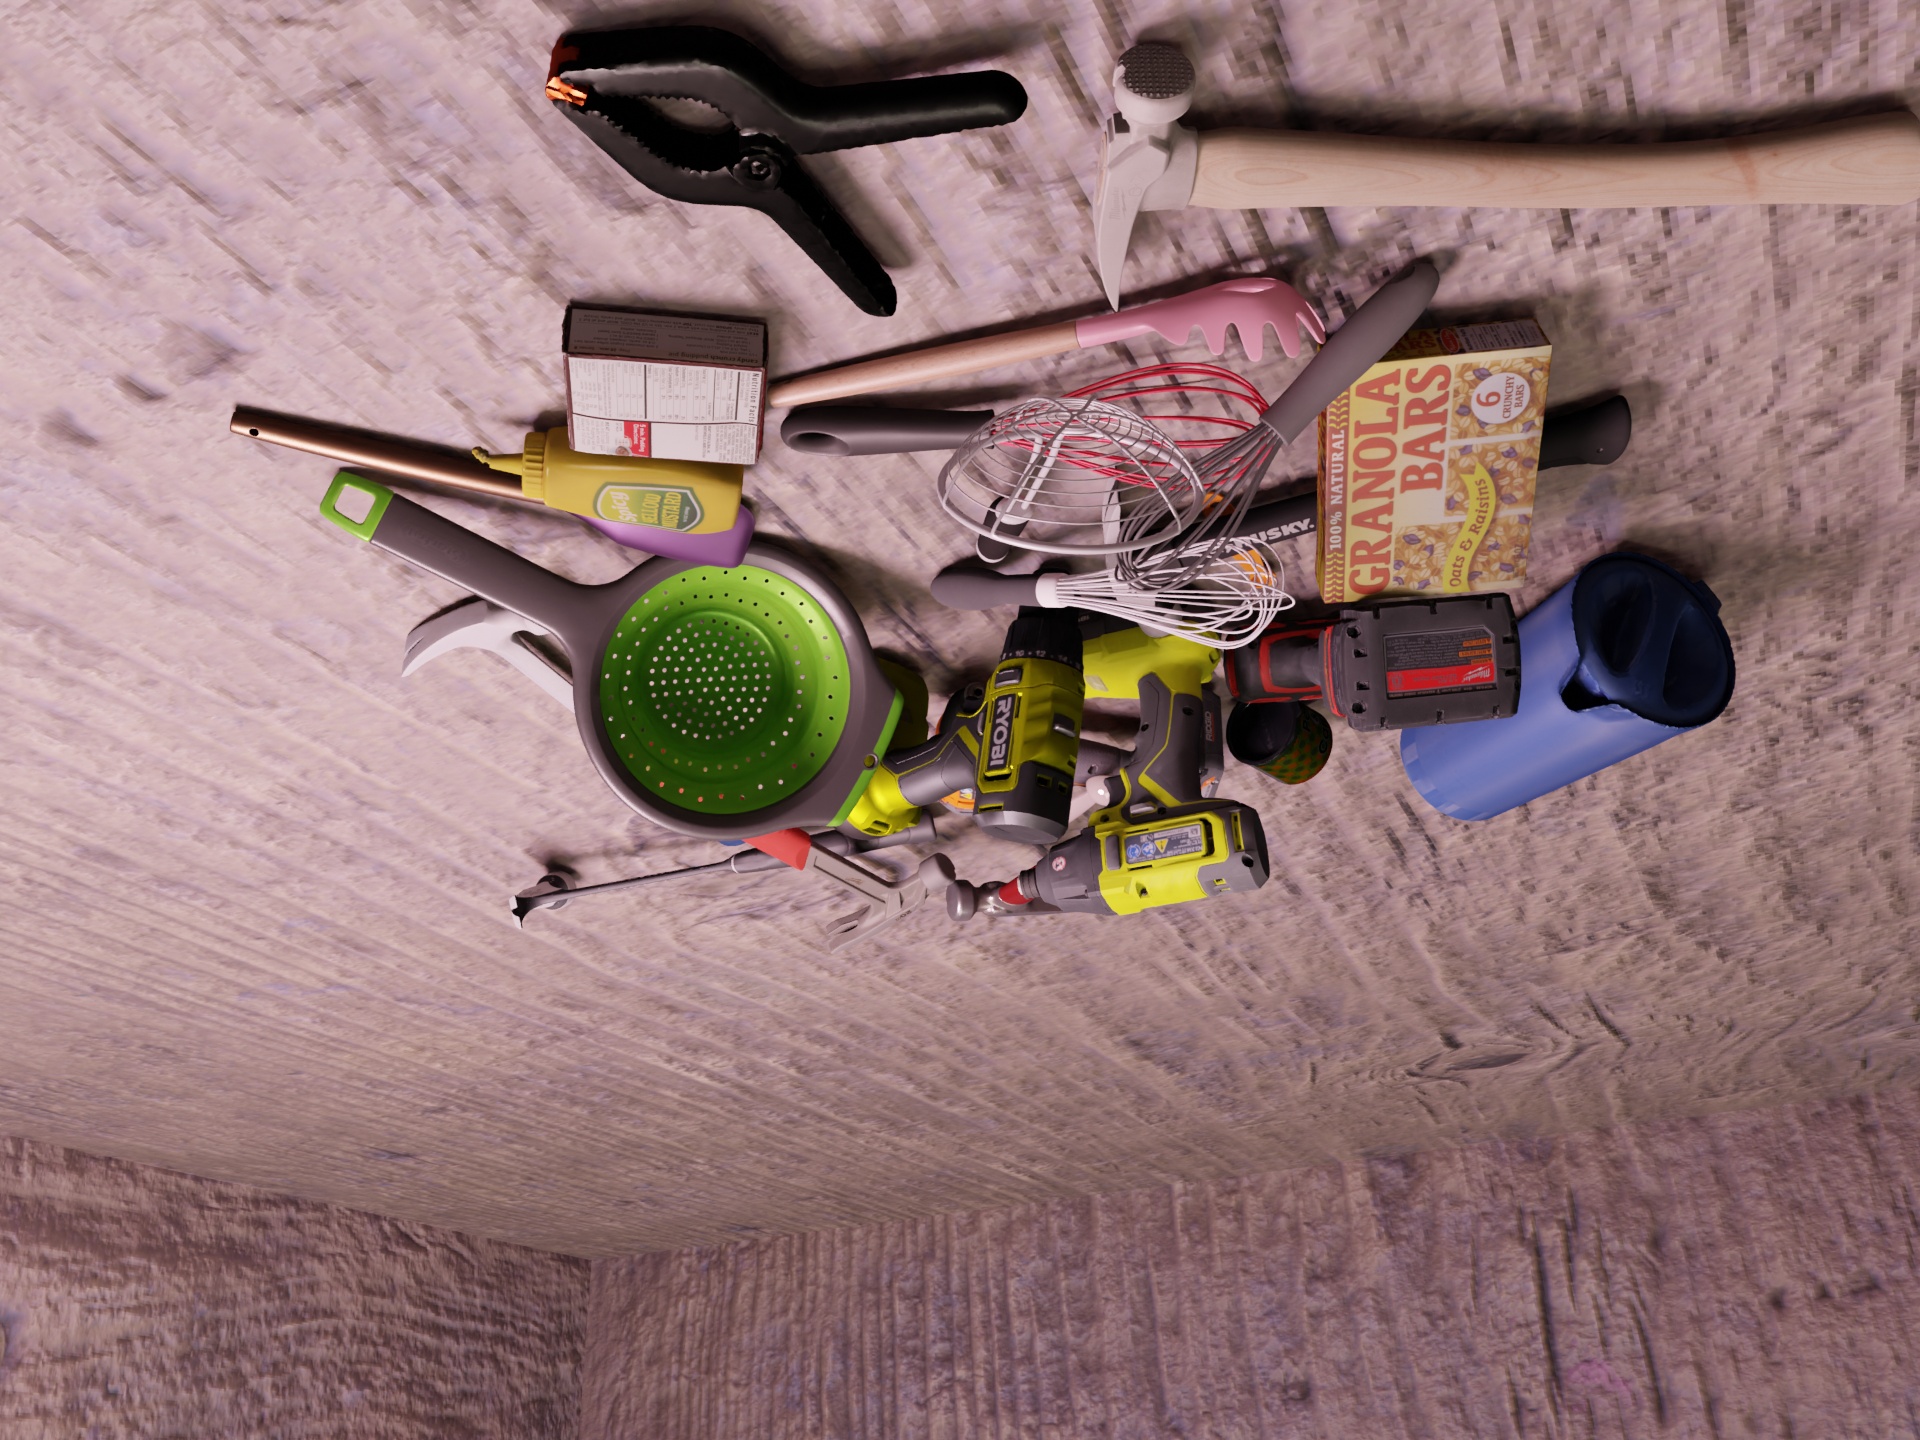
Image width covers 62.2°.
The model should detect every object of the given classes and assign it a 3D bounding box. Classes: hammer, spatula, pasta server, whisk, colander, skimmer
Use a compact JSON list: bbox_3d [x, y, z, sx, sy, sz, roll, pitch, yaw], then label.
[{"bbox_3d":[-0.279,0.013,1.280,0.144,0.035,0.405,-12,151,17],"label":"hammer"},{"bbox_3d":[0.272,-0.265,0.792,0.410,0.038,0.146,-1,153,-3],"label":"hammer"},{"bbox_3d":[-0.282,-0.149,0.987,0.315,0.018,0.059,11,123,-19],"label":"spatula"},{"bbox_3d":[-0.221,0.133,1.468,0.409,0.036,0.149,-11,-178,8],"label":"hammer"},{"bbox_3d":[0.041,-0.203,0.891,0.316,0.060,0.040,-8,117,16],"label":"pasta server"},{"bbox_3d":[0.113,0.113,1.325,0.143,0.038,0.386,-1,163,-19],"label":"hammer"},{"bbox_3d":[0.172,-0.159,0.869,0.239,0.055,0.055,-46,140,6],"label":"whisk"},{"bbox_3d":[0.038,-0.172,0.935,0.296,0.073,0.073,1,153,9],"label":"whisk"},{"bbox_3d":[-0.236,-0.060,1.081,0.396,0.204,0.094,27,178,-18],"label":"colander"},{"bbox_3d":[0.250,-0.144,1.012,0.335,0.035,0.146,-15,143,19],"label":"hammer"},{"bbox_3d":[0.087,-0.083,1.024,0.285,0.070,0.070,5,163,43],"label":"whisk"},{"bbox_3d":[-0.164,0.104,1.355,0.149,0.037,0.358,-32,139,22],"label":"hammer"},{"bbox_3d":[0.040,-0.103,0.888,0.127,0.090,0.363,-3,175,-6],"label":"skimmer"}]

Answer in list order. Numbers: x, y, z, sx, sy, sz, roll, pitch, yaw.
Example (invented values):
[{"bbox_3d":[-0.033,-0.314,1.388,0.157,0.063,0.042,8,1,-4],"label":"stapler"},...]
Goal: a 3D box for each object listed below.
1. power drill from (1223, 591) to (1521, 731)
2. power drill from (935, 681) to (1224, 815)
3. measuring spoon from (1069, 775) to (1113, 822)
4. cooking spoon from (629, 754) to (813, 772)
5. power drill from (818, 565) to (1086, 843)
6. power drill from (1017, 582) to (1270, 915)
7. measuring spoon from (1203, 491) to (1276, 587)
[{"bbox_3d":[0.300,-0.044,1.094,0.188,0.080,0.227,-5,-176,-8],"label":"power drill"},{"bbox_3d":[0.092,0.021,1.275,0.226,0.084,0.164,2,151,0],"label":"power drill"},{"bbox_3d":[0.094,0.074,1.272,0.034,0.018,0.124,19,149,-21],"label":"measuring spoon"},{"bbox_3d":[-0.158,0.037,1.242,0.069,0.017,0.318,-15,171,28],"label":"cooking spoon"},{"bbox_3d":[-0.002,-0.004,1.142,0.080,0.191,0.228,22,158,-38],"label":"power drill"},{"bbox_3d":[0.119,0.025,1.127,0.171,0.223,0.080,-12,150,18],"label":"power drill"},{"bbox_3d":[0.189,-0.124,1.083,0.021,0.011,0.116,-18,145,23],"label":"measuring spoon"}]
